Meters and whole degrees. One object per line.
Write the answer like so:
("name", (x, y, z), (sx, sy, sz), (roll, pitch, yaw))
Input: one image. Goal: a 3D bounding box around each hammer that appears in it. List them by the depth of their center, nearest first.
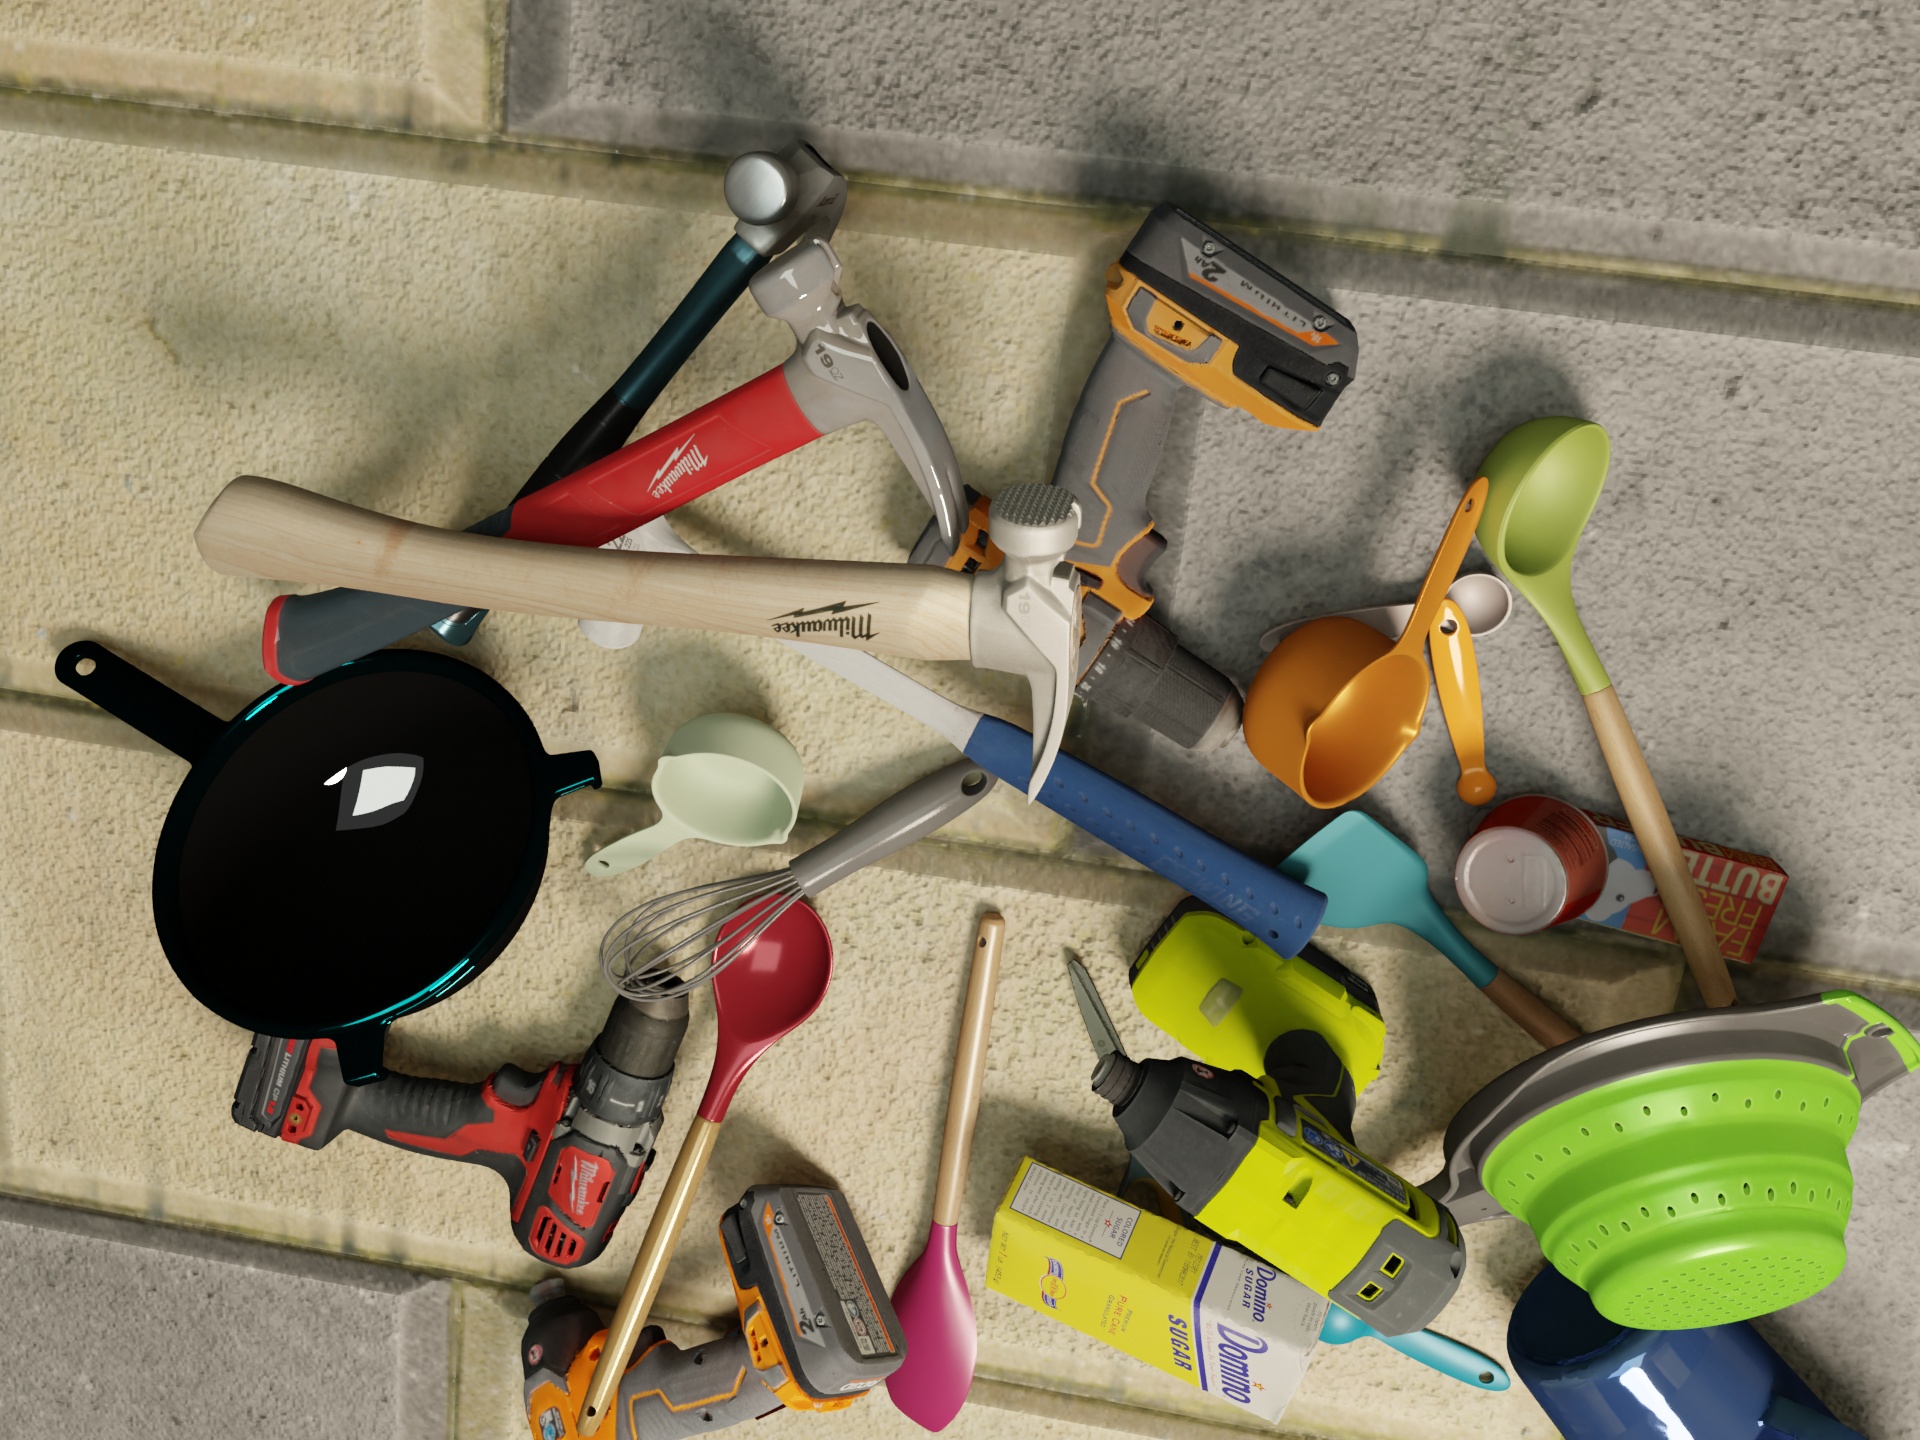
("hammer", (-0.150, -0.053, 0.716), (0.410, 0.038, 0.146), (7, 127, 11))
("hammer", (-0.183, -0.079, 0.752), (0.386, 0.038, 0.143), (-20, 116, 27))
("hammer", (-0.170, -0.150, 0.780), (0.033, 0.128, 0.331), (45, 115, -5))
("hammer", (-0.001, -0.003, 0.790), (0.405, 0.035, 0.144), (30, 132, 2))

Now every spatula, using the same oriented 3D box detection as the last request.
("spatula", (0.293, 0.157, 0.829), (0.317, 0.044, 0.082), (39, 120, -5))

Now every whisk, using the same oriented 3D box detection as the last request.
("whisk", (-0.086, 0.081, 0.845), (0.239, 0.055, 0.055), (-29, 100, 1))

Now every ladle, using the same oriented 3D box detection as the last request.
("ladle", (0.324, 0.008, 0.761), (0.078, 0.062, 0.320), (-28, 97, -26))
("ladle", (-0.147, 0.244, 0.876), (0.069, 0.031, 0.315), (21, 88, 9))

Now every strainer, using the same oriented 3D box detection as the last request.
("strainer", (-0.355, 0.049, 0.862), (0.340, 0.095, 0.211), (26, 71, 22))

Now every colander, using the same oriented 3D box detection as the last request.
("colander", (0.282, 0.262, 0.787), (0.397, 0.095, 0.204), (-34, 133, 31))

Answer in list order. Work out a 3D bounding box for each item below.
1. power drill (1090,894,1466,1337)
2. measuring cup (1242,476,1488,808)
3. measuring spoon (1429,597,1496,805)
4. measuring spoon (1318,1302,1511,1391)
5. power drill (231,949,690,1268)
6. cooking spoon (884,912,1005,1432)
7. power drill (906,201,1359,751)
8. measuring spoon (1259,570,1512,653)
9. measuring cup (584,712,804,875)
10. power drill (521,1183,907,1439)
("power drill", (0.141, 0.171, 0.758), (0.171, 0.223, 0.080), (33, 107, -2))
("measuring cup", (0.194, -0.044, 0.760), (0.052, 0.095, 0.173), (38, 115, 40))
("measuring spoon", (0.252, -0.007, 0.796), (0.021, 0.011, 0.116), (-11, 113, 14))
("measuring spoon", (0.252, 0.354, 0.899), (0.128, 0.021, 0.042), (23, 107, 2))
("power drill", (-0.273, 0.192, 0.900), (0.226, 0.080, 0.188), (24, 107, -2))
("cooking spoon", (-0.006, 0.260, 0.902), (0.069, 0.017, 0.319), (18, 106, 37))
("power drill", (0.101, -0.106, 0.765), (0.185, 0.084, 0.226), (33, 112, -2))
("measuring spoon", (0.212, -0.053, 0.800), (0.124, 0.018, 0.034), (-10, 117, 17))
("measuring cup", (-0.149, 0.044, 0.854), (0.083, 0.038, 0.167), (38, 135, -27))
("power drill", (-0.157, 0.356, 0.909), (0.226, 0.084, 0.164), (-38, 59, 14))
